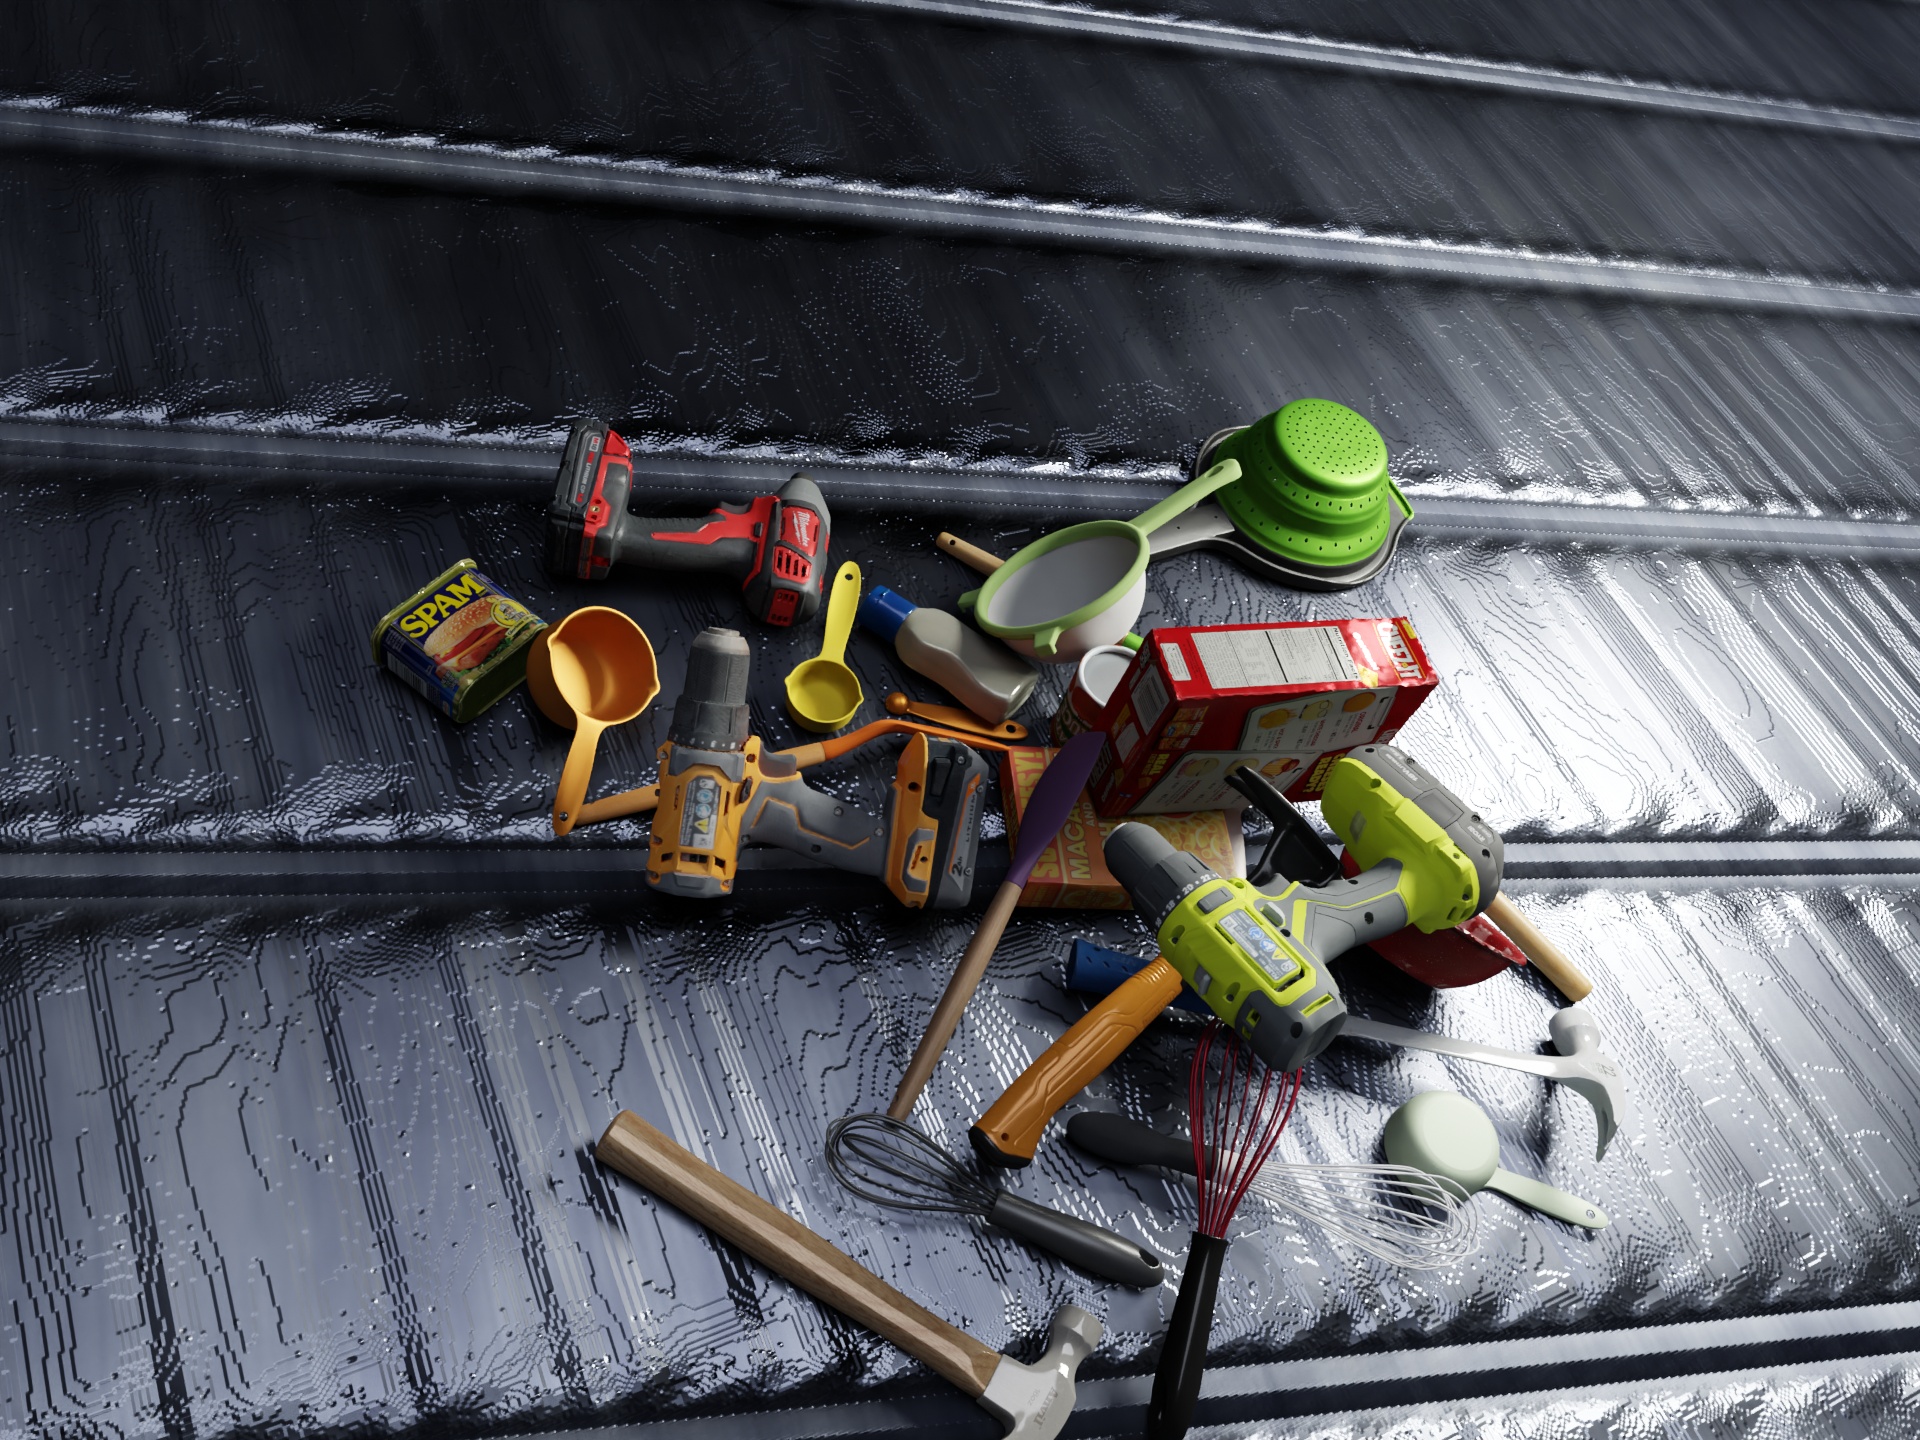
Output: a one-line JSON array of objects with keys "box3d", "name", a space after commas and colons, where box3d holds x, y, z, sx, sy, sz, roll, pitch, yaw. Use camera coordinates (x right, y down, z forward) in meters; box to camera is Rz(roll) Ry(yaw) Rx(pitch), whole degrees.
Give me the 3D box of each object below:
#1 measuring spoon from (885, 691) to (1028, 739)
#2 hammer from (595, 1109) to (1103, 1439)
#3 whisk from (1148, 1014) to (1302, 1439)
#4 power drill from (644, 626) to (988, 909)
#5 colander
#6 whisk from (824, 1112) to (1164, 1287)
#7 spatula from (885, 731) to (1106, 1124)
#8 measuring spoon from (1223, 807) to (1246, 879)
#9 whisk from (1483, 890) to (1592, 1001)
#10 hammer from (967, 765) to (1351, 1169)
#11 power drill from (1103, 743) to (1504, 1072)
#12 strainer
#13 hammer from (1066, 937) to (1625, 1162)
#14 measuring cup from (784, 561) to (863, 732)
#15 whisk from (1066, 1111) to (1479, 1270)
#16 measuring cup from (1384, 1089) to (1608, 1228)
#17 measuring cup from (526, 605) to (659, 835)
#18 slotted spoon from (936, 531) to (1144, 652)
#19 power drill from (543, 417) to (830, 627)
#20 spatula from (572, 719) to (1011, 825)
[{"box3d": [-0.002, -0.004, 1.259, 0.117, 0.011, 0.021, 13, 53, -6], "name": "measuring spoon"}, {"box3d": [-0.081, 0.343, 0.979, 0.331, 0.031, 0.130, 30, 53, 7], "name": "hammer"}, {"box3d": [0.164, 0.309, 1.013, 0.073, 0.073, 0.296, 17, 73, -3], "name": "whisk"}, {"box3d": [-0.099, 0.038, 1.114, 0.226, 0.084, 0.185, 7, 95, -11], "name": "power drill"}, {"box3d": [0.251, -0.203, 1.417, 0.397, 0.094, 0.205, -18, 62, -25], "name": "colander"}, {"box3d": [0.022, 0.312, 1.020, 0.239, 0.055, 0.055, 24, 53, -3], "name": "whisk"}, {"box3d": [0.024, 0.138, 1.116, 0.018, 0.060, 0.316, 39, 65, -25], "name": "spatula"}, {"box3d": [0.216, 0.090, 1.247, 0.034, 0.018, 0.124, 11, 54, -8], "name": "measuring spoon"}, {"box3d": [0.403, 0.125, 1.255, 0.245, 0.047, 0.051, 47, 34, 14], "name": "whisk"}, {"box3d": [0.128, 0.174, 1.081, 0.337, 0.034, 0.127, -39, 87, -24], "name": "hammer"}, {"box3d": [0.225, 0.106, 1.054, 0.228, 0.080, 0.191, -25, 55, -27], "name": "power drill"}, {"box3d": [0.134, -0.121, 1.292, 0.256, 0.069, 0.152, -34, 30, -13], "name": "strainer"}, {"box3d": [0.276, 0.220, 1.138, 0.405, 0.035, 0.144, 12, 26, -2], "name": "hammer"}, {"box3d": [-0.101, -0.058, 1.255, 0.062, 0.029, 0.157, 14, 56, -7], "name": "measuring cup"}, {"box3d": [0.209, 0.309, 1.070, 0.284, 0.070, 0.070, 15, 53, 2], "name": "whisk"}, {"box3d": [0.383, 0.315, 1.118, 0.167, 0.038, 0.083, 22, 53, 4], "name": "measuring cup"}, {"box3d": [-0.280, 0.003, 1.152, 0.095, 0.052, 0.174, 26, 64, -37], "name": "measuring cup"}, {"box3d": [0.117, -0.082, 1.336, 0.314, 0.031, 0.070, 29, 77, 9], "name": "slotted spoon"}, {"box3d": [-0.213, -0.161, 1.277, 0.219, 0.078, 0.143, 12, 54, -10], "name": "power drill"}, {"box3d": [-0.123, 0.038, 1.176, 0.322, 0.081, 0.041, -15, 100, -15], "name": "spatula"}]
